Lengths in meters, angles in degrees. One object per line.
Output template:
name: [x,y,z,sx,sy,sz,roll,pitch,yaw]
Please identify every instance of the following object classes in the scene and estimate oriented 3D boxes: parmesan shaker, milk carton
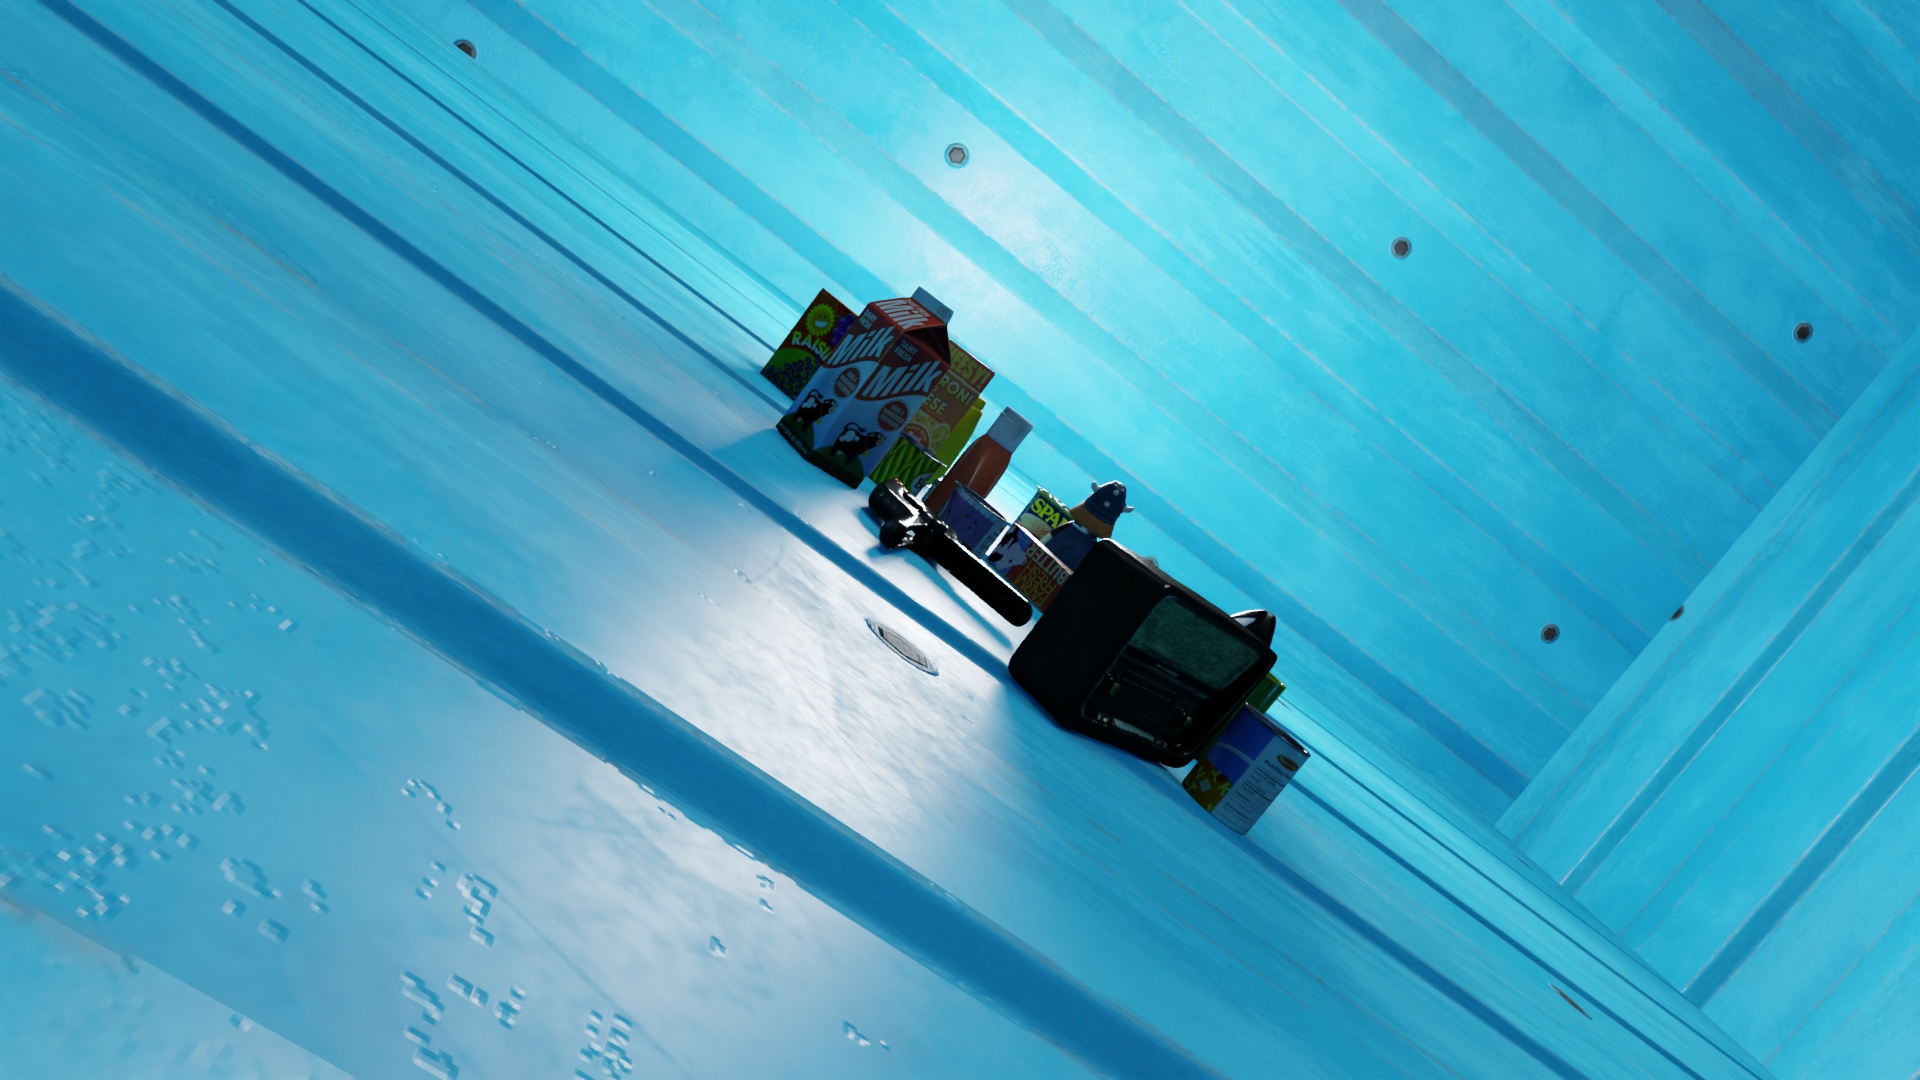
parmesan shaker: [0.248,0.157,1.303,0.071,0.103,0.071,37,6,-5]
milk carton: [-0.080,-0.152,1.307,0.073,0.190,0.072,32,9,-44]

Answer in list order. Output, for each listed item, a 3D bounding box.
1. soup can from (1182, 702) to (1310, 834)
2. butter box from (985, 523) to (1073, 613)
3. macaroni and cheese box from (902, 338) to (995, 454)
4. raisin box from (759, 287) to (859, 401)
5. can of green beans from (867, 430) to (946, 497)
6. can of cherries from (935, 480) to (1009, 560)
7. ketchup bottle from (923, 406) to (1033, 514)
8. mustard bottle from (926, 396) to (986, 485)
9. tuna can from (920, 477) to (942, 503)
soup can: [0.228,0.182,1.118,0.071,0.083,0.071,37,6,-5]
butter box: [0.078,0.031,1.480,0.104,0.053,0.024,43,8,38]
macaroni and cheese box: [-0.059,-0.163,1.591,0.123,0.166,0.040,34,7,-31]
raisin box: [-0.161,-0.216,1.605,0.086,0.123,0.040,40,7,22]
can of green beans: [-0.062,-0.080,1.480,0.071,0.057,0.071,37,7,-5]
can of cherries: [0.005,-0.018,1.411,0.071,0.058,0.071,37,7,-5]
ketchup bottle: [0.018,-0.074,1.470,0.043,0.148,0.065,34,7,-28]
mustard bottle: [-0.012,-0.145,1.741,0.049,0.160,0.065,41,7,29]
tuna can: [-0.012,-0.039,1.577,0.071,0.033,0.071,37,7,-5]
